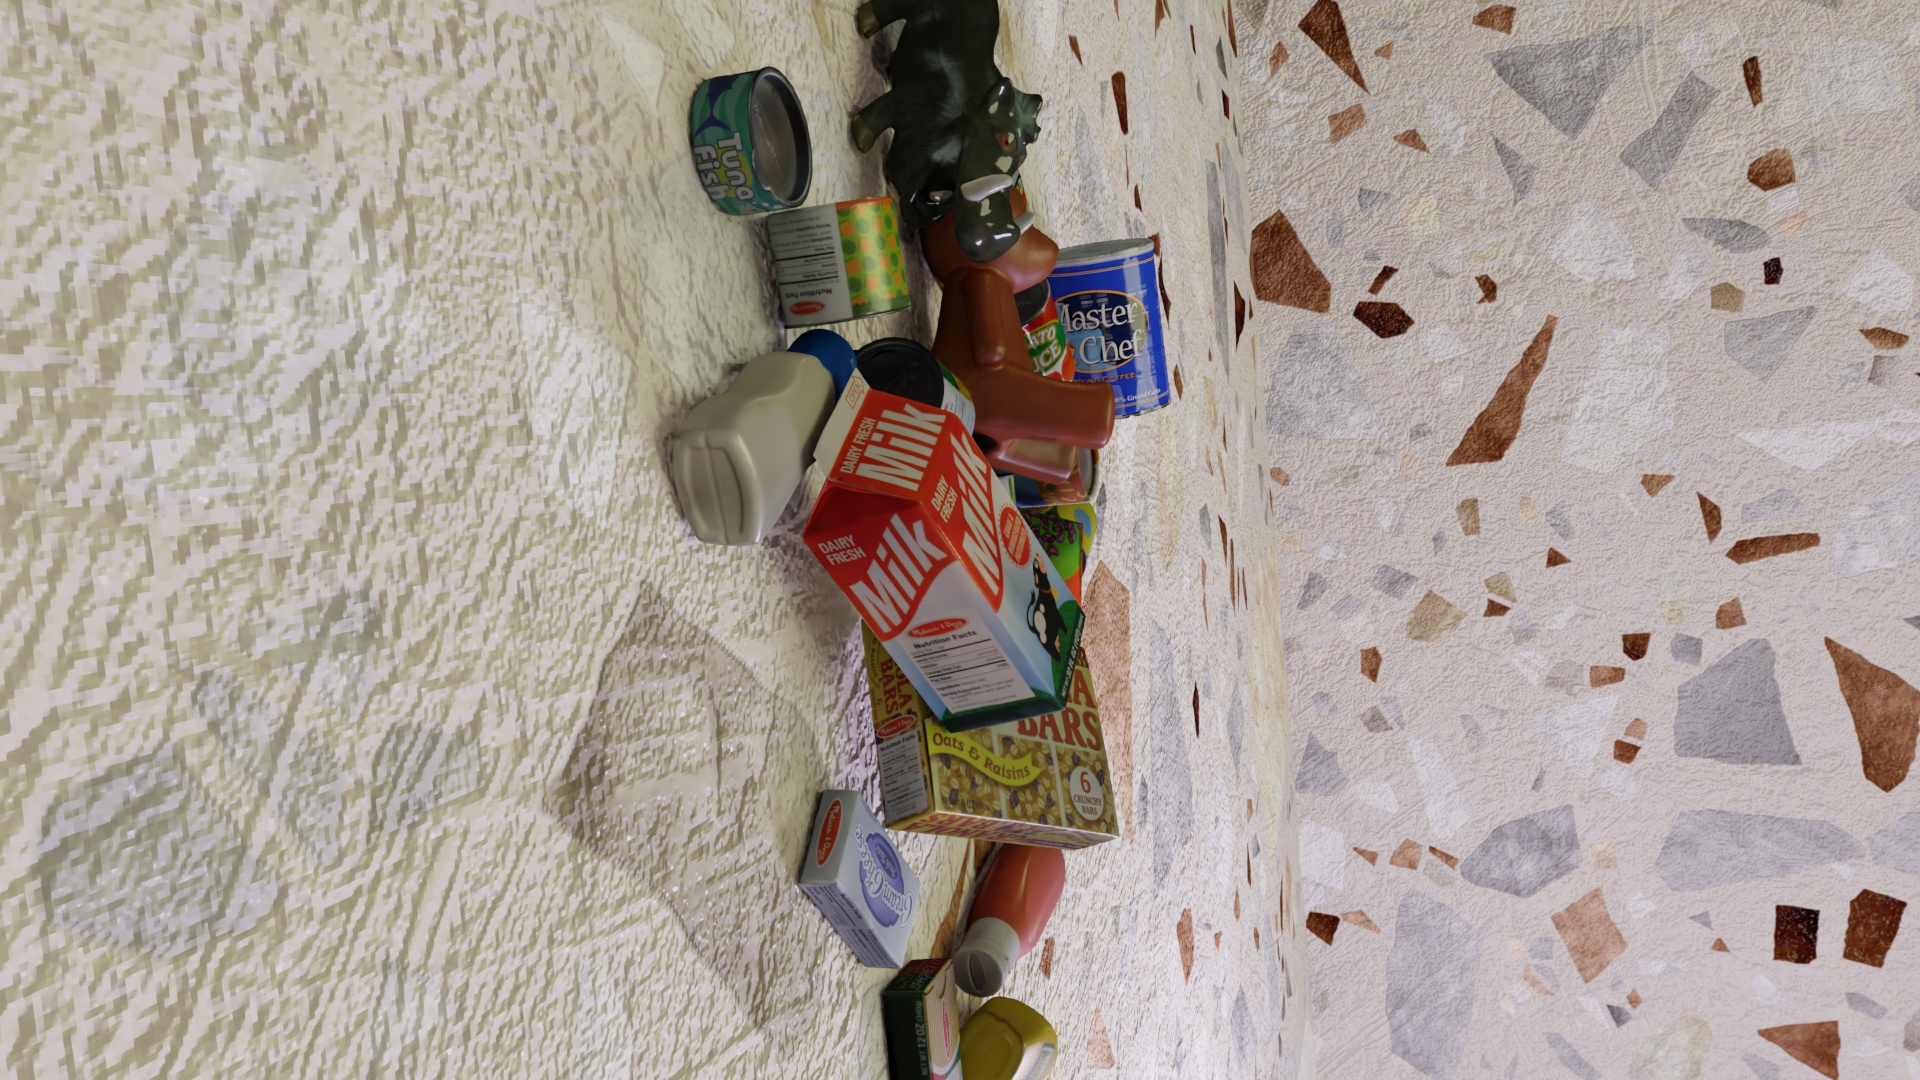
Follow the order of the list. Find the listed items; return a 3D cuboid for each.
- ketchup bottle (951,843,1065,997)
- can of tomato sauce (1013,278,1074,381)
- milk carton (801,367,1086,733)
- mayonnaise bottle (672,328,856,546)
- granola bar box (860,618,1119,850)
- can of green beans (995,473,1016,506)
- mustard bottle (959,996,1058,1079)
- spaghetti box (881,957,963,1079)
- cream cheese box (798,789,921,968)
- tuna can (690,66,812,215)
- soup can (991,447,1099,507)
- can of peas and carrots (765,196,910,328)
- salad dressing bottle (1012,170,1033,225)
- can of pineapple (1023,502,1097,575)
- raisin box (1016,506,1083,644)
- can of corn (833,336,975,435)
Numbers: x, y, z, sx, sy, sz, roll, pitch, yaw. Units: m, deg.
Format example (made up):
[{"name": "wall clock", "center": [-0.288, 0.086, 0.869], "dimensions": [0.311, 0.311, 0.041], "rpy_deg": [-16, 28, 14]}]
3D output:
[{"name": "ketchup bottle", "center": [0.033, 0.252, 0.939], "dimensions": [0.149, 0.043, 0.064], "rpy_deg": [-41, 124, -66]}, {"name": "can of tomato sauce", "center": [0.043, -0.146, 1.013], "dimensions": [0.082, 0.071, 0.071], "rpy_deg": [63, 29, -49]}, {"name": "milk carton", "center": [-0.014, 0.006, 0.705], "dimensions": [0.190, 0.073, 0.073], "rpy_deg": [55, 34, -31]}, {"name": "mayonnaise bottle", "center": [-0.088, -0.057, 0.659], "dimensions": [0.149, 0.041, 0.064], "rpy_deg": [-65, 153, -57]}, {"name": "granola bar box", "center": [0.020, 0.110, 0.809], "dimensions": [0.165, 0.039, 0.124], "rpy_deg": [19, 53, -45]}, {"name": "can of green beans", "center": [0.003, -0.011, 0.872], "dimensions": [0.071, 0.071, 0.057], "rpy_deg": [-18, 104, -70]}, {"name": "mustard bottle", "center": [0.034, 0.329, 0.899], "dimensions": [0.065, 0.049, 0.160], "rpy_deg": [-54, 158, -4]}, {"name": "spaghetti box", "center": [-0.013, 0.372, 0.803], "dimensions": [0.050, 0.028, 0.249], "rpy_deg": [-14, 99, -71]}, {"name": "cream cheese box", "center": [-0.052, 0.181, 0.737], "dimensions": [0.103, 0.024, 0.054], "rpy_deg": [65, 29, -45]}, {"name": "tuna can", "center": [-0.100, -0.188, 0.662], "dimensions": [0.071, 0.033, 0.071], "rpy_deg": [-5, 91, -71]}, {"name": "soup can", "center": [0.051, -0.059, 0.991], "dimensions": [0.071, 0.084, 0.071], "rpy_deg": [-5, 91, -71]}, {"name": "can of peas and carrots", "center": [-0.061, -0.143, 0.712], "dimensions": [0.071, 0.071, 0.058], "rpy_deg": [-41, 124, -67]}, {"name": "salad dressing bottle", "center": [0.039, -0.211, 1.048], "dimensions": [0.064, 0.044, 0.147], "rpy_deg": [-73, 152, -43]}, {"name": "can of pineapple", "center": [0.066, -0.003, 1.054], "dimensions": [0.058, 0.071, 0.070], "rpy_deg": [-66, 146, -55]}, {"name": "raisin box", "center": [0.039, 0.041, 0.940], "dimensions": [0.086, 0.040, 0.124], "rpy_deg": [15, 68, -30]}, {"name": "can of corn", "center": [-0.033, -0.076, 0.787], "dimensions": [0.058, 0.071, 0.071], "rpy_deg": [32, 56, -68]}]
